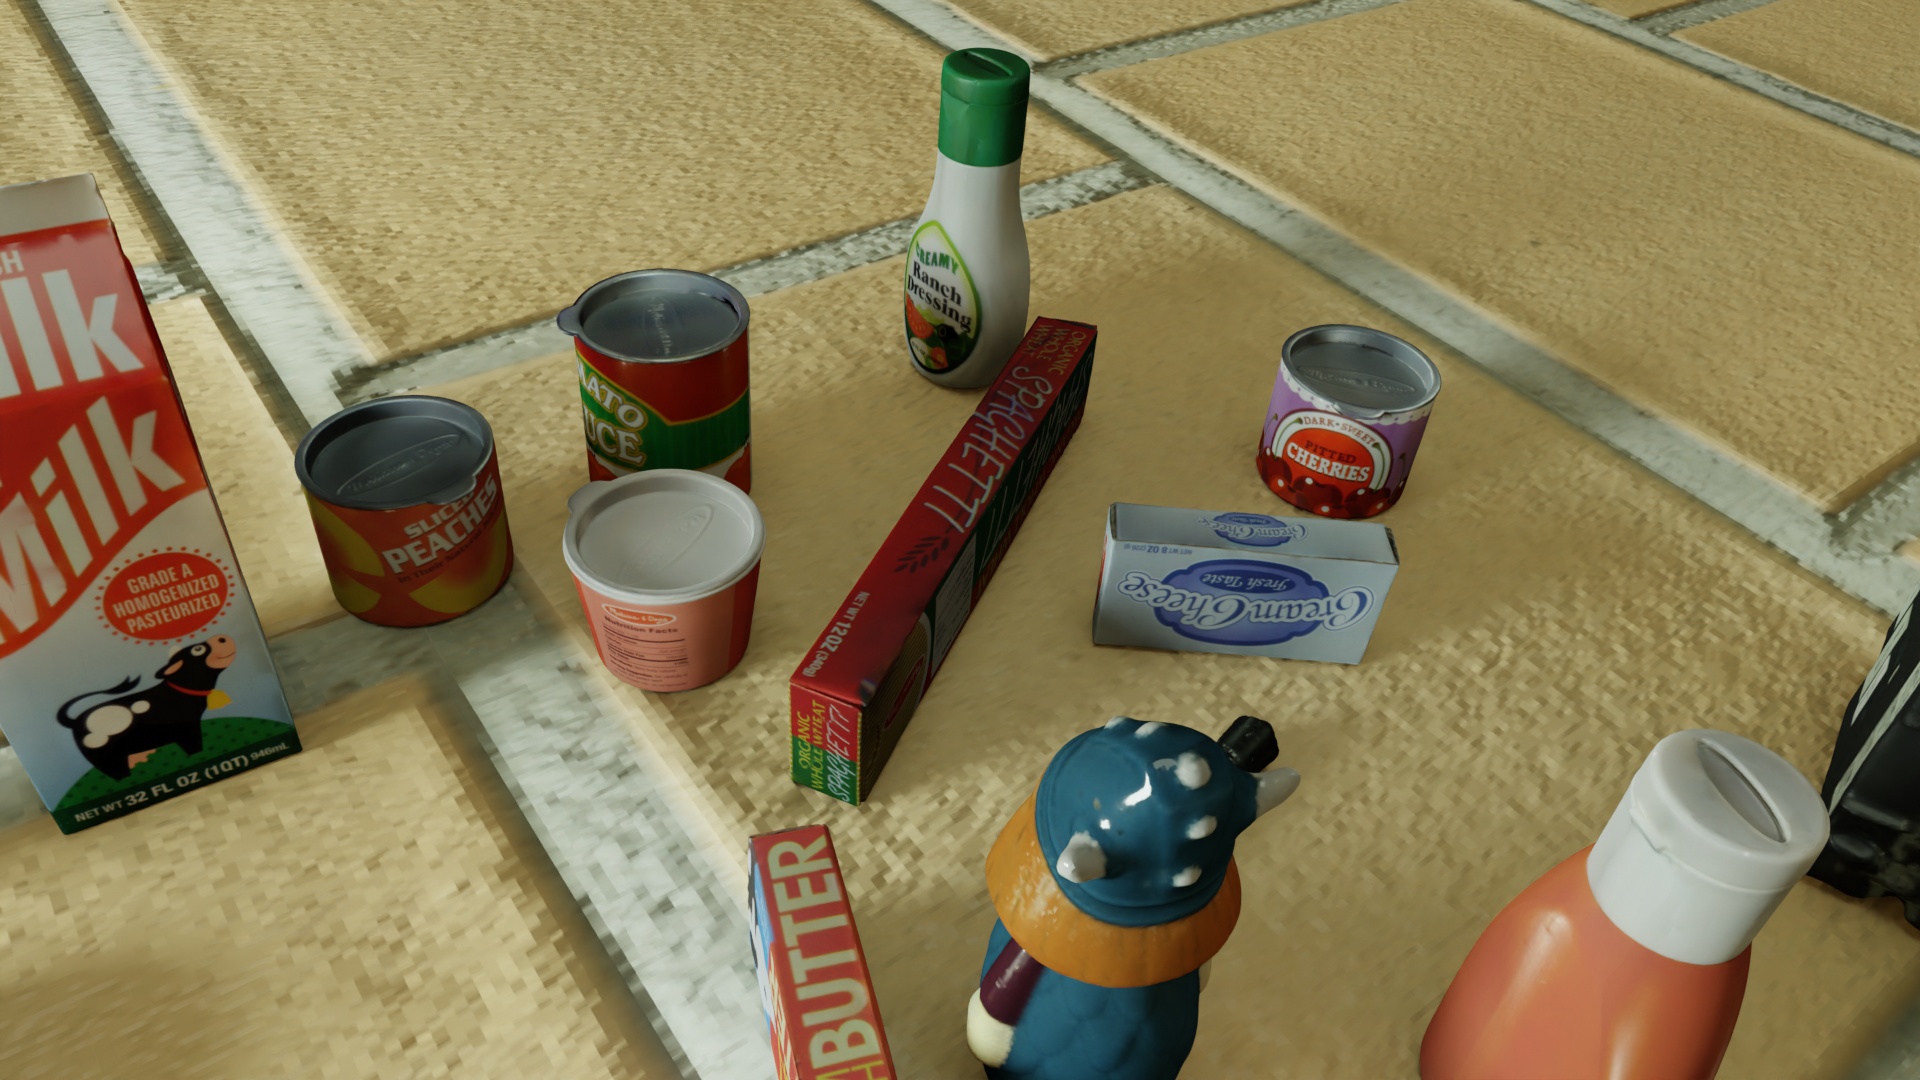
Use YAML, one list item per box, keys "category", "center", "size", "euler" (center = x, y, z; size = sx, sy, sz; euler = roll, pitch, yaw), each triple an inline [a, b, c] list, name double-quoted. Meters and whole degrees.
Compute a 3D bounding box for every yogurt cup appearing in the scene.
- category: "yogurt cup"
  center: [-0.102, 0.016, 0.488]
  size: [0.072, 0.053, 0.073]
  euler: [3, 40, -3]

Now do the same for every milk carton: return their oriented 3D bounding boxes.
- category: "milk carton"
  center: [-0.255, -0.012, 0.398]
  size: [0.072, 0.189, 0.074]
  euler: [-19, 46, -26]

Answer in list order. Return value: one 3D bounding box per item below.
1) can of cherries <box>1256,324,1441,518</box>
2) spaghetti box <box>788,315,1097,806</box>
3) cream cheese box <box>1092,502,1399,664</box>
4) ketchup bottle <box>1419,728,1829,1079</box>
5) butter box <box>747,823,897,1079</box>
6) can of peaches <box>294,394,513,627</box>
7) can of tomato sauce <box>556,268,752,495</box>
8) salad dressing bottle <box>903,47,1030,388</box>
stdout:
- category: "can of cherries"
  center: [0.163, -0.050, 0.594]
  size: [0.071, 0.058, 0.072]
  euler: [3, 40, -3]
- category: "spaghetti box"
  center: [0.002, -0.007, 0.530]
  size: [0.029, 0.049, 0.251]
  euler: [17, 42, 13]
- category: "cream cheese box"
  center: [0.103, 0.016, 0.513]
  size: [0.104, 0.053, 0.024]
  euler: [4, 40, -2]
- category: "ketchup bottle"
  center: [0.157, 0.108, 0.338]
  size: [0.043, 0.148, 0.065]
  euler: [-5, 41, -12]
- category: "butter box"
  center: [-0.035, 0.131, 0.362]
  size: [0.024, 0.052, 0.104]
  euler: [-7, 42, -15]
- category: "can of peaches"
  center: [-0.198, -0.010, 0.504]
  size: [0.071, 0.057, 0.071]
  euler: [3, 40, -3]
- category: "can of tomato sauce"
  center: [-0.117, -0.054, 0.546]
  size: [0.071, 0.082, 0.071]
  euler: [3, 40, -3]
- category: "salad dressing bottle"
  center: [0.005, -0.139, 0.611]
  size: [0.044, 0.146, 0.064]
  euler: [-26, 49, -32]
